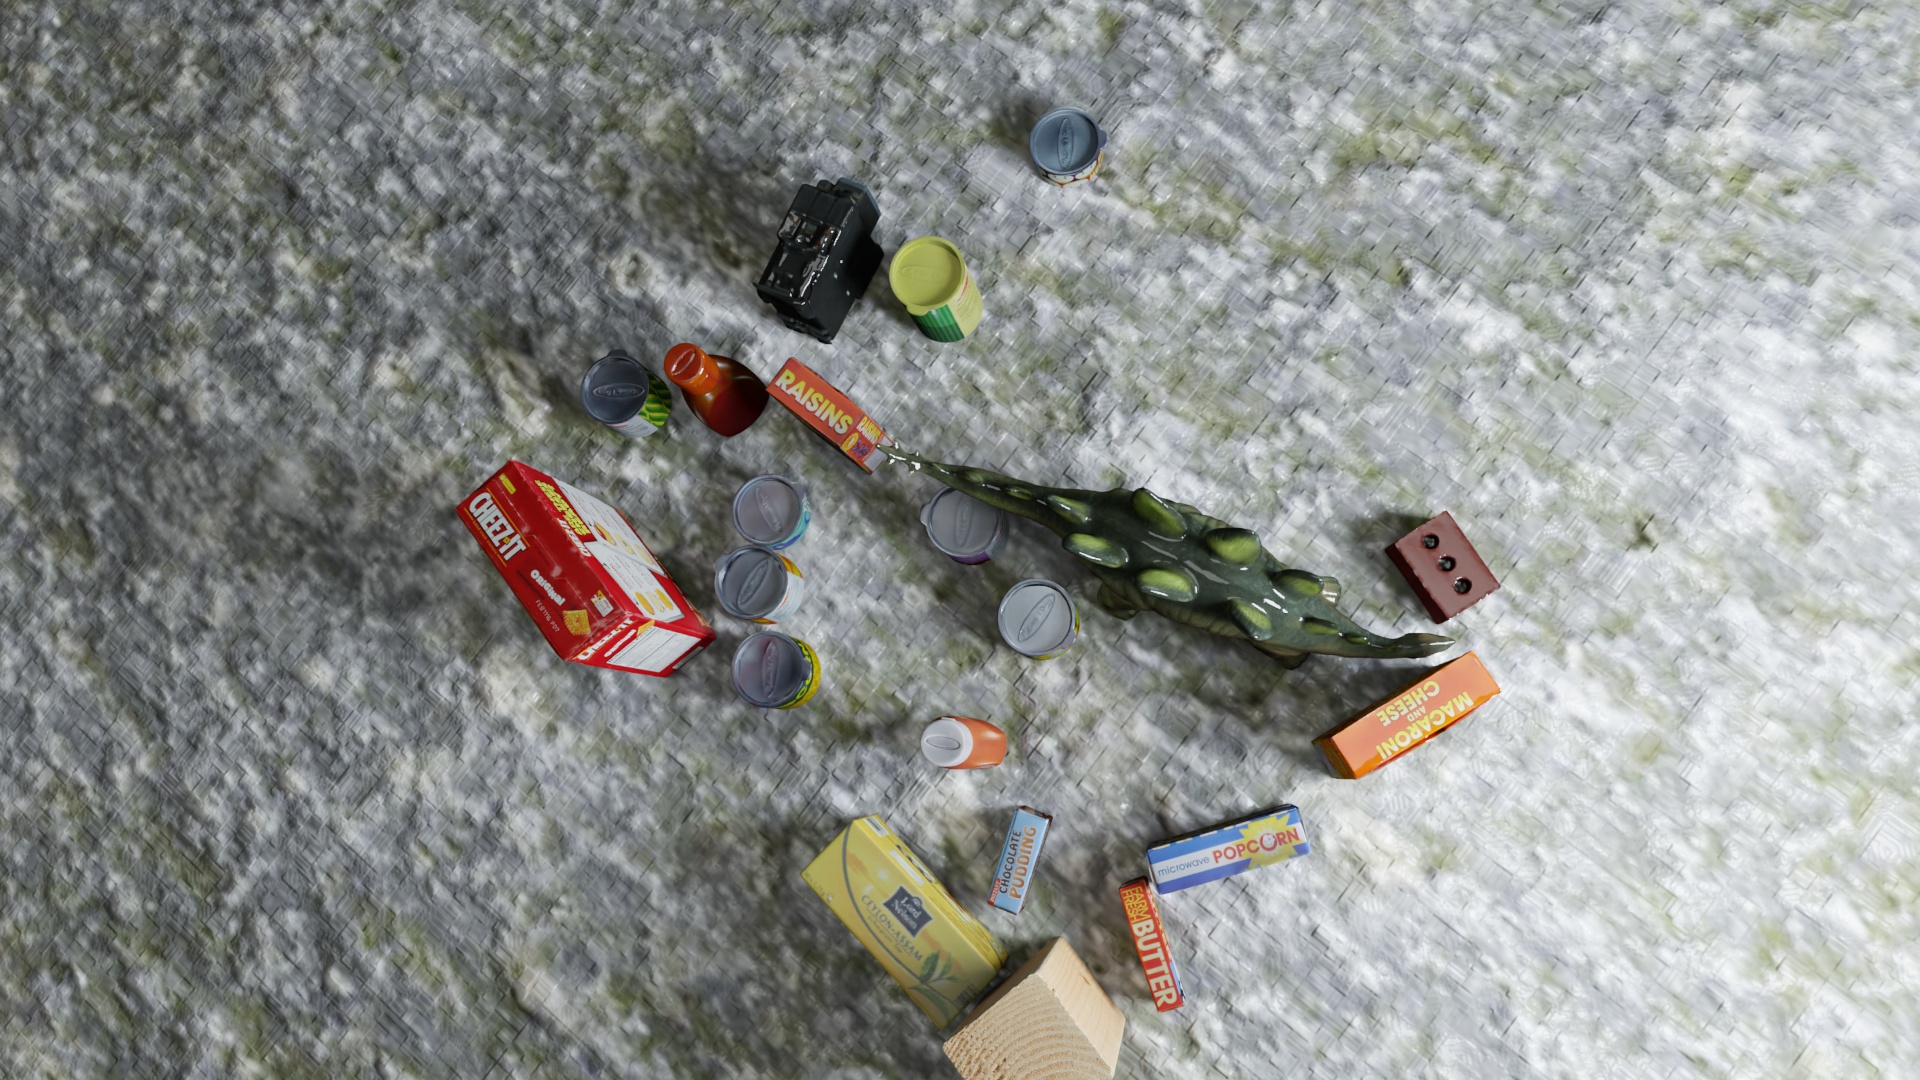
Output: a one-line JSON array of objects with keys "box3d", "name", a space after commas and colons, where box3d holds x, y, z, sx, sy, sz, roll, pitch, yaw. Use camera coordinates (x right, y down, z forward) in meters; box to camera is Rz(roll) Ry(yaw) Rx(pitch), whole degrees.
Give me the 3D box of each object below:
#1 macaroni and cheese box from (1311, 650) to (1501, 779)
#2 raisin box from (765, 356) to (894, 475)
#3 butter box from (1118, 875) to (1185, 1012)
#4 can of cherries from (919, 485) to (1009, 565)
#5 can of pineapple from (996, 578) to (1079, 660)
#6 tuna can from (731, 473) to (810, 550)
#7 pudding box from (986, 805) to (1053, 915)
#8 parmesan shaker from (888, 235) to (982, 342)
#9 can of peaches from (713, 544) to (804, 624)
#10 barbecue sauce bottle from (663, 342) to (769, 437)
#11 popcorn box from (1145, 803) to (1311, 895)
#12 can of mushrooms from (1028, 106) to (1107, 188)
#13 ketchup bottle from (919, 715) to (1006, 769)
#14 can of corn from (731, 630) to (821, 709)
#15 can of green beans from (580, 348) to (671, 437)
[{"box3d": [0.342, 0.139, 1.078, 0.124, 0.166, 0.040, -32, 77, 3], "name": "macaroni and cheese box"}, {"box3d": [-0.111, -0.107, 1.215, 0.086, 0.123, 0.040, 38, 89, 13], "name": "raisin box"}, {"box3d": [0.156, 0.328, 1.134, 0.024, 0.053, 0.103, -19, 78, 6], "name": "butter box"}, {"box3d": [0.004, -0.015, 1.214, 0.071, 0.058, 0.071, -1, 81, 9], "name": "can of cherries"}, {"box3d": [0.069, 0.070, 1.189, 0.071, 0.058, 0.071, -1, 81, 9], "name": "can of pineapple"}, {"box3d": [-0.169, -0.027, 1.257, 0.071, 0.033, 0.071, -1, 80, 9], "name": "tuna can"}, {"box3d": [0.050, 0.267, 1.163, 0.030, 0.049, 0.084, 17, 84, 12], "name": "pudding box"}, {"box3d": [-0.021, -0.218, 1.230, 0.071, 0.103, 0.071, -1, 81, 9], "name": "parmesan shaker"}, {"box3d": [-0.179, 0.039, 1.235, 0.071, 0.058, 0.071, -1, 81, 9], "name": "can of peaches"}, {"box3d": [-0.217, -0.136, 1.224, 0.044, 0.148, 0.065, 42, 90, 13], "name": "barbecue sauce bottle"}, {"box3d": [0.215, 0.248, 1.121, 0.127, 0.085, 0.038, -17, 79, 6], "name": "popcorn box"}, {"box3d": [0.100, -0.359, 1.270, 0.071, 0.033, 0.071, -1, 80, 9], "name": "can of mushrooms"}, {"box3d": [-0.002, 0.166, 1.138, 0.065, 0.148, 0.043, 7, 82, 10], "name": "ketchup bottle"}, {"box3d": [-0.158, 0.115, 1.218, 0.071, 0.058, 0.071, -1, 81, 9], "name": "can of corn"}, {"box3d": [-0.309, -0.133, 1.285, 0.071, 0.058, 0.071, -1, 81, 9], "name": "can of green beans"}]
